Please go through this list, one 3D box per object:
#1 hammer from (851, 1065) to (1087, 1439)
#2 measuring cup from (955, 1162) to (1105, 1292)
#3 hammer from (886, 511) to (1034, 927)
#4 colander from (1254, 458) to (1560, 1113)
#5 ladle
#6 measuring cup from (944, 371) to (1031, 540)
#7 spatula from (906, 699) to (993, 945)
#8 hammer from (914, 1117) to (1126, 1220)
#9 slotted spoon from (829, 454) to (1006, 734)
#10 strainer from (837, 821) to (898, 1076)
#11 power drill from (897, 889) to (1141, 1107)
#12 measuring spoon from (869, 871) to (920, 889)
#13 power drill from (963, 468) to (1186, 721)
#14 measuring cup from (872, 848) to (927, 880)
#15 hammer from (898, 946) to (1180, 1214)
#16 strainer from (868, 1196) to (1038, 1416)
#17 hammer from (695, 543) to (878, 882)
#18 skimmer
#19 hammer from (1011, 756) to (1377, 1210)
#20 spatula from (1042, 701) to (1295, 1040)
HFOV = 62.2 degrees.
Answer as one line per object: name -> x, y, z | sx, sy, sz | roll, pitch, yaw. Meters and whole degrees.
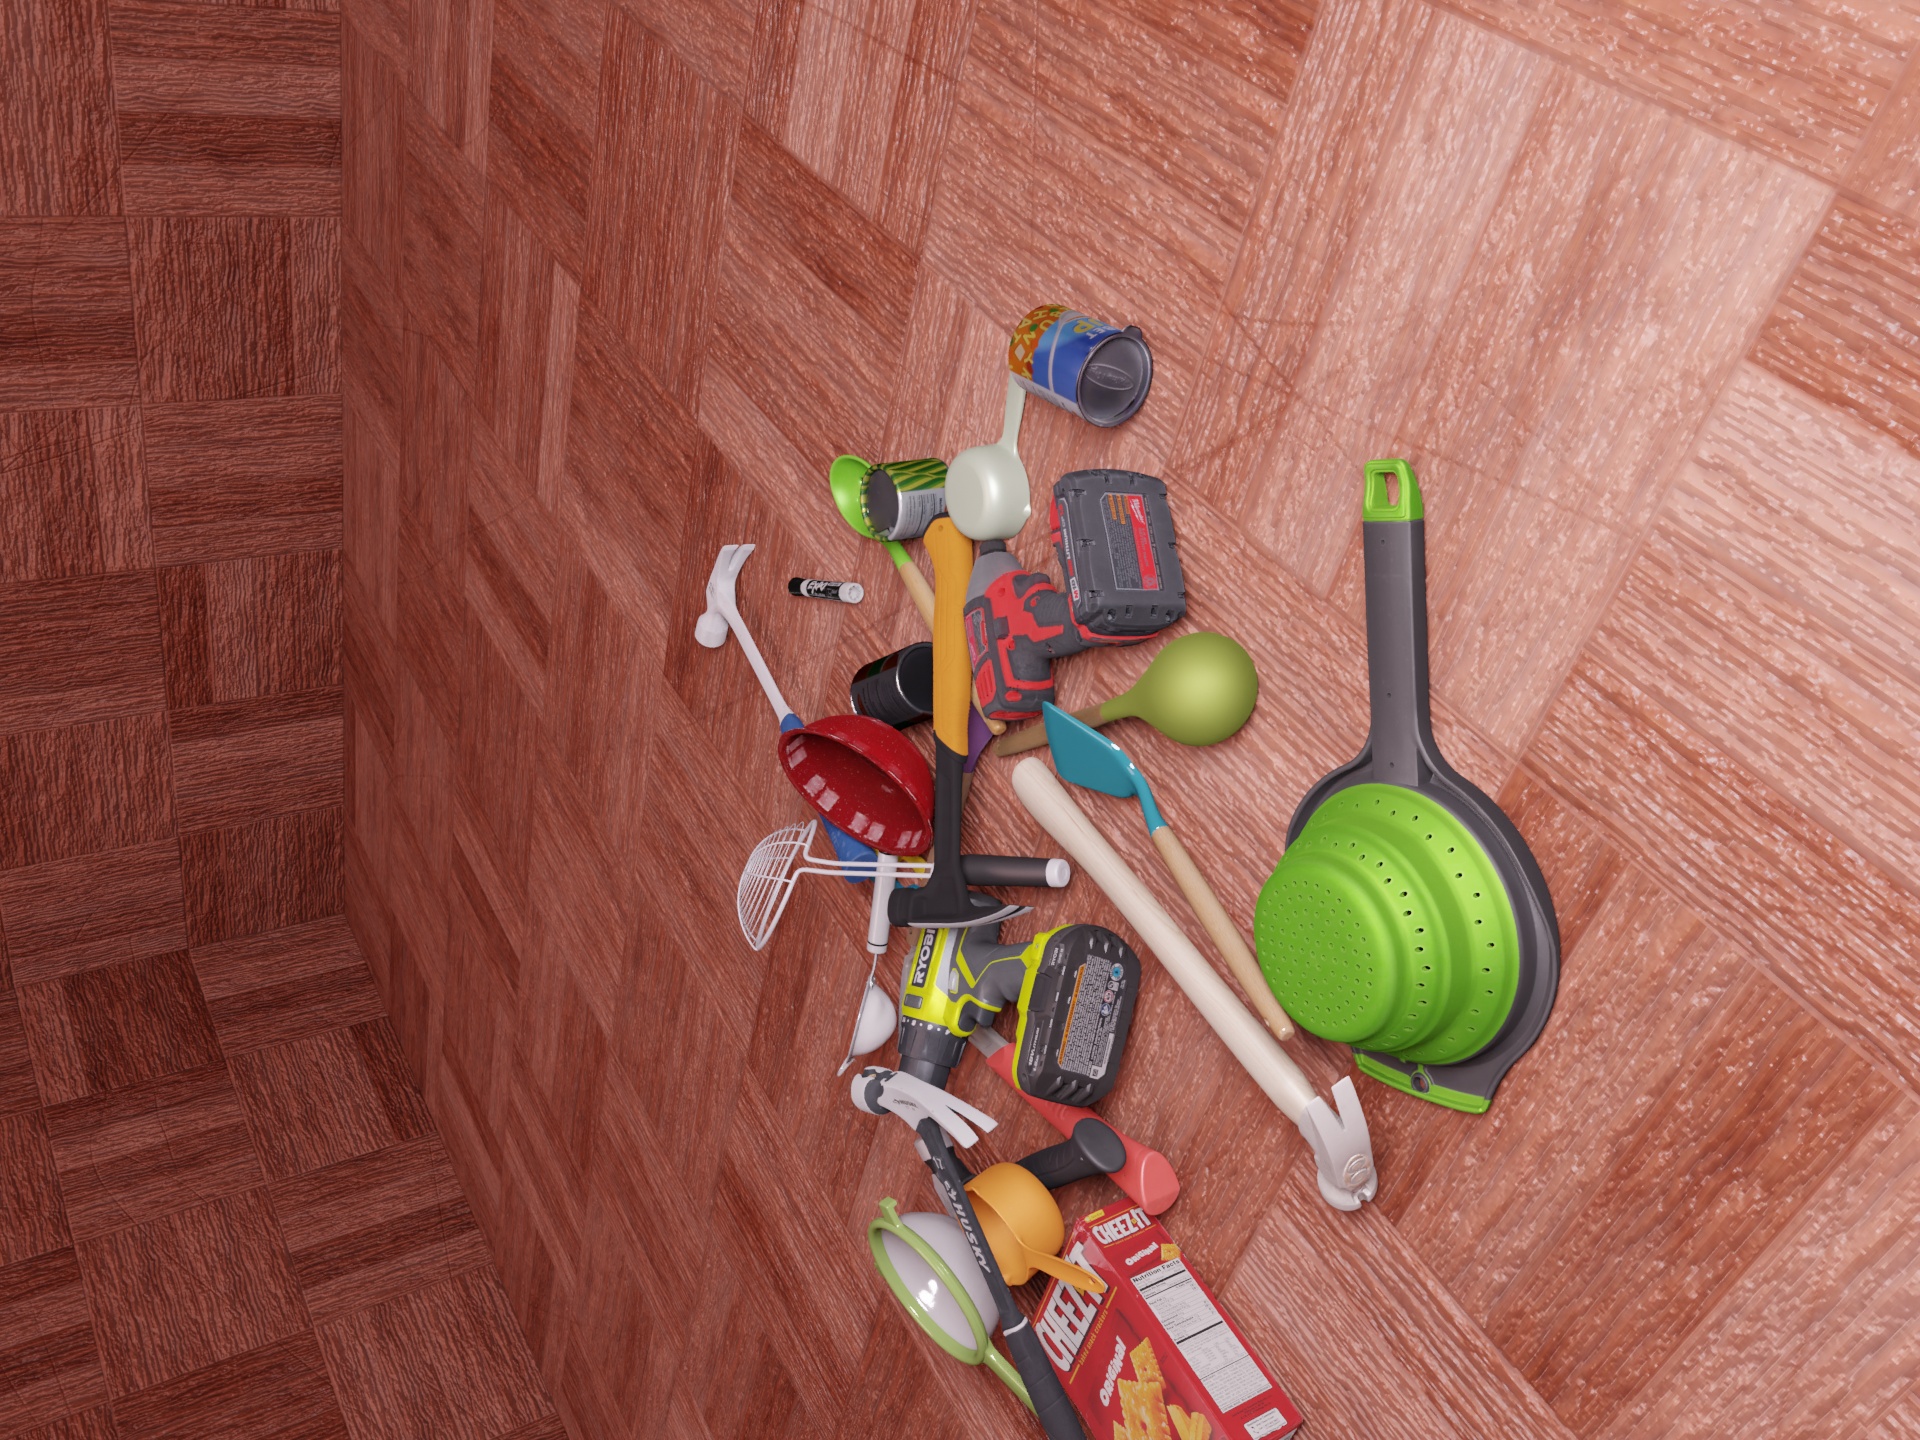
hammer -> 0.040, 0.454, 1.231 | 0.149, 0.036, 0.408 | -6, 111, 56
measuring cup -> 0.067, 0.397, 1.229 | 0.174, 0.052, 0.095 | 3, 118, 52
hammer -> -0.002, -0.004, 1.271 | 0.127, 0.034, 0.337 | -8, 77, 38
colander -> 0.238, 0.048, 0.941 | 0.205, 0.094, 0.397 | 10, 108, 55
ladle -> 0.108, -0.001, 1.181 | 0.320, 0.062, 0.078 | 158, 114, -64
measuring cup -> 0.024, -0.217, 1.233 | 0.083, 0.038, 0.167 | 43, 136, 42
spatula -> -0.003, 0.062, 1.360 | 0.060, 0.018, 0.315 | 45, 128, 46
hammer -> 0.056, 0.386, 1.325 | 0.146, 0.035, 0.334 | 60, 151, 11
slotted spoon -> -0.035, -0.110, 1.355 | 0.314, 0.031, 0.070 | 60, 145, 29
strainer -> -0.076, 0.217, 1.472 | 0.087, 0.050, 0.258 | -71, -11, -75
power drill -> 0.030, 0.237, 1.281 | 0.228, 0.080, 0.191 | -1, 71, 55
measuring spoon -> -0.072, 0.160, 1.512 | 0.129, 0.021, 0.042 | 31, 125, 47
power drill -> 0.069, -0.095, 1.167 | 0.219, 0.078, 0.143 | -35, 60, 59
measuring cup -> -0.053, 0.133, 1.466 | 0.157, 0.029, 0.062 | 41, 132, 47
hammer -> 0.054, 0.310, 1.356 | 0.359, 0.036, 0.149 | 33, 126, 48
strainer -> 0.028, 0.510, 1.366 | 0.257, 0.069, 0.151 | 40, 147, 26
hammer -> -0.174, -0.010, 1.574 | 0.406, 0.035, 0.144 | 59, 142, 36
skimmer -> -0.053, 0.142, 1.360 | 0.363, 0.090, 0.127 | -3, 54, 35
hammer -> 0.147, 0.154, 1.121 | 0.411, 0.038, 0.146 | 51, 170, 41
spatula -> 0.138, 0.100, 1.082 | 0.318, 0.044, 0.082 | -119, 10, -46
